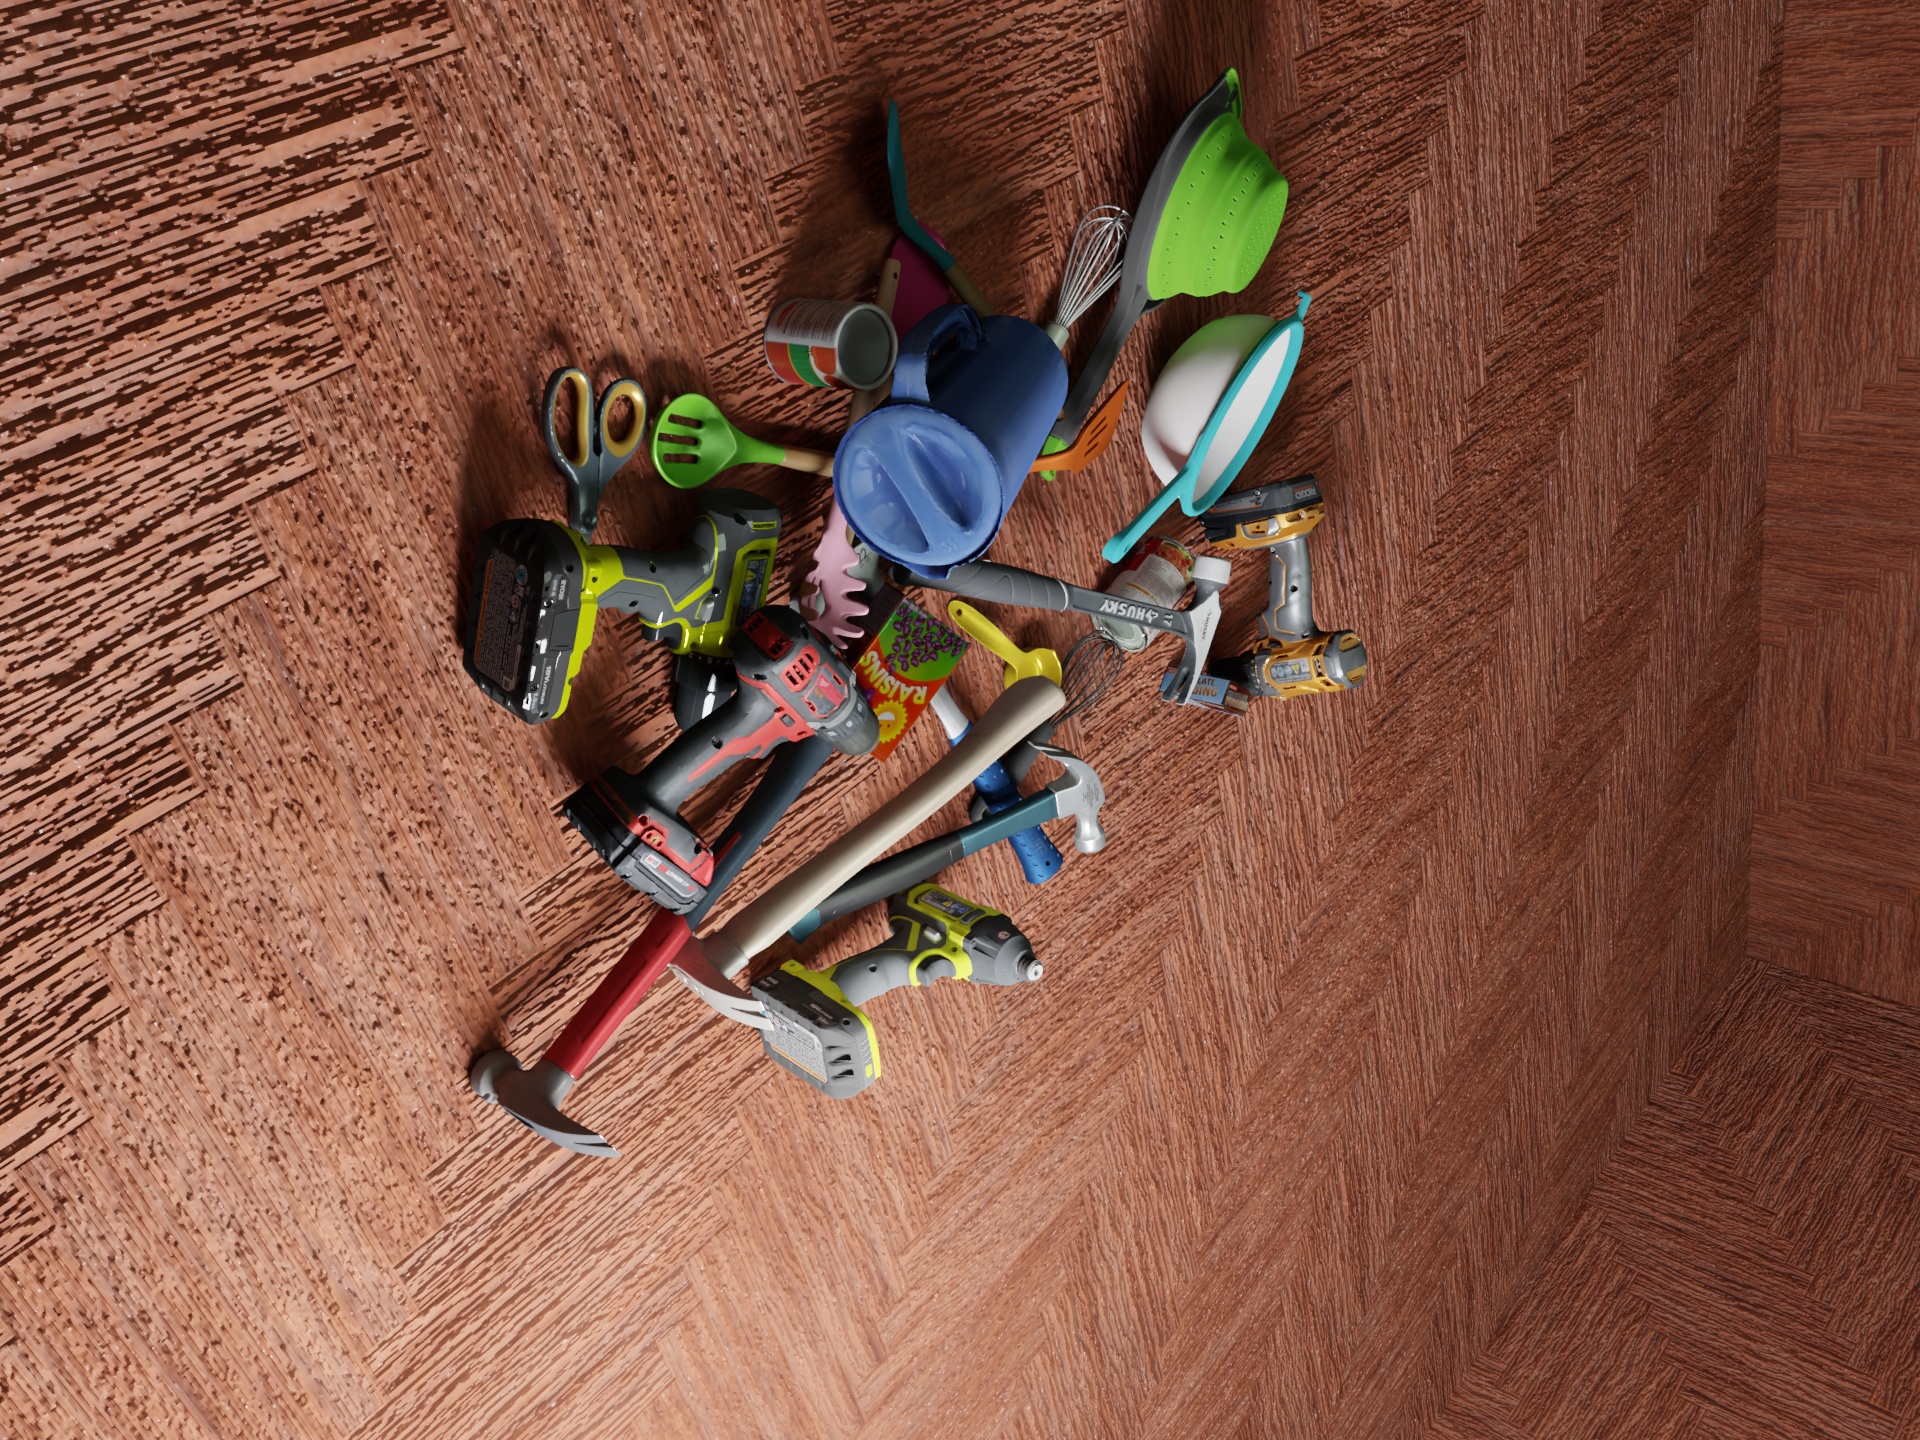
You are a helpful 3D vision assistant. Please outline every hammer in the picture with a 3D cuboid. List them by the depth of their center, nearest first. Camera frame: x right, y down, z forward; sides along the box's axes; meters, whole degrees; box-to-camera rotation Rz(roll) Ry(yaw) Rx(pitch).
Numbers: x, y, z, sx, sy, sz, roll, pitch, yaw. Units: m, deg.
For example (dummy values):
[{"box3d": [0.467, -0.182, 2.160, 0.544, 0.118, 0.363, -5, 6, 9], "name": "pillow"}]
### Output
[{"box3d": [-0.202, 0.152, 1.220, 0.386, 0.143, 0.038, -53, 139, -27], "name": "hammer"}, {"box3d": [-0.057, 0.092, 1.306, 0.410, 0.146, 0.038, -38, 130, -25], "name": "hammer"}, {"box3d": [-0.013, 0.117, 1.412, 0.331, 0.033, 0.128, -23, 123, -23], "name": "hammer"}, {"box3d": [-0.002, -0.005, 1.419, 0.144, 0.035, 0.405, -48, 127, -22], "name": "hammer"}, {"box3d": [0.099, -0.106, 1.439, 0.408, 0.036, 0.149, 7, 96, -43], "name": "hammer"}]

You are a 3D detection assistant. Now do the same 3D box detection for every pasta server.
[{"box3d": [-0.079, -0.212, 1.246, 0.060, 0.040, 0.316, 20, 79, -51], "name": "pasta server"}]

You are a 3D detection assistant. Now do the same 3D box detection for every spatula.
[{"box3d": [0.013, -0.363, 1.318, 0.317, 0.044, 0.082, 46, 32, -39], "name": "spatula"}, {"box3d": [0.022, -0.217, 1.373, 0.322, 0.041, 0.081, -21, 148, -26], "name": "spatula"}]

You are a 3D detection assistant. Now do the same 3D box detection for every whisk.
[{"box3d": [0.090, -0.359, 1.430, 0.059, 0.058, 0.246, 31, 80, -12], "name": "whisk"}, {"box3d": [0.082, 0.008, 1.538, 0.239, 0.055, 0.055, -52, 134, -16], "name": "whisk"}]

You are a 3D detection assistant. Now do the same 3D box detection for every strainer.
[{"box3d": [0.202, -0.271, 1.508, 0.340, 0.095, 0.210, -47, 162, -31], "name": "strainer"}]

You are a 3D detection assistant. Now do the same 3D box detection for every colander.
[{"box3d": [0.197, -0.385, 1.453, 0.397, 0.094, 0.204, -63, 165, 2], "name": "colander"}]

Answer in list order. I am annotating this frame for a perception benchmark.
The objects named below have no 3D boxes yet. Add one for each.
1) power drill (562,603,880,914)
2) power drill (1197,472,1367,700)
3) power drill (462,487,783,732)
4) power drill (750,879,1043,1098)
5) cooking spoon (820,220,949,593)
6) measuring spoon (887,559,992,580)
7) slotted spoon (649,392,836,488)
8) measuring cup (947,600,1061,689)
[{"box3d": [-0.163, 0.034, 1.192, 0.227, 0.080, 0.187, -46, 149, -5], "name": "power drill"}, {"box3d": [0.320, -0.131, 1.679, 0.084, 0.185, 0.226, -20, 98, -42], "name": "power drill"}, {"box3d": [-0.233, -0.067, 1.139, 0.228, 0.080, 0.190, -11, 123, -50], "name": "power drill"}, {"box3d": [-0.053, 0.225, 1.370, 0.223, 0.171, 0.080, -28, 122, -35], "name": "power drill"}, {"box3d": [-0.065, -0.254, 1.288, 0.068, 0.017, 0.319, 24, 77, -44], "name": "cooking spoon"}, {"box3d": [-0.018, -0.129, 1.410, 0.124, 0.018, 0.034, 0, 103, -40], "name": "measuring spoon"}, {"box3d": [-0.125, -0.205, 1.259, 0.313, 0.031, 0.070, 1, 102, -49], "name": "slotted spoon"}, {"box3d": [0.034, -0.067, 1.482, 0.156, 0.029, 0.062, 38, 74, -34], "name": "measuring cup"}]
